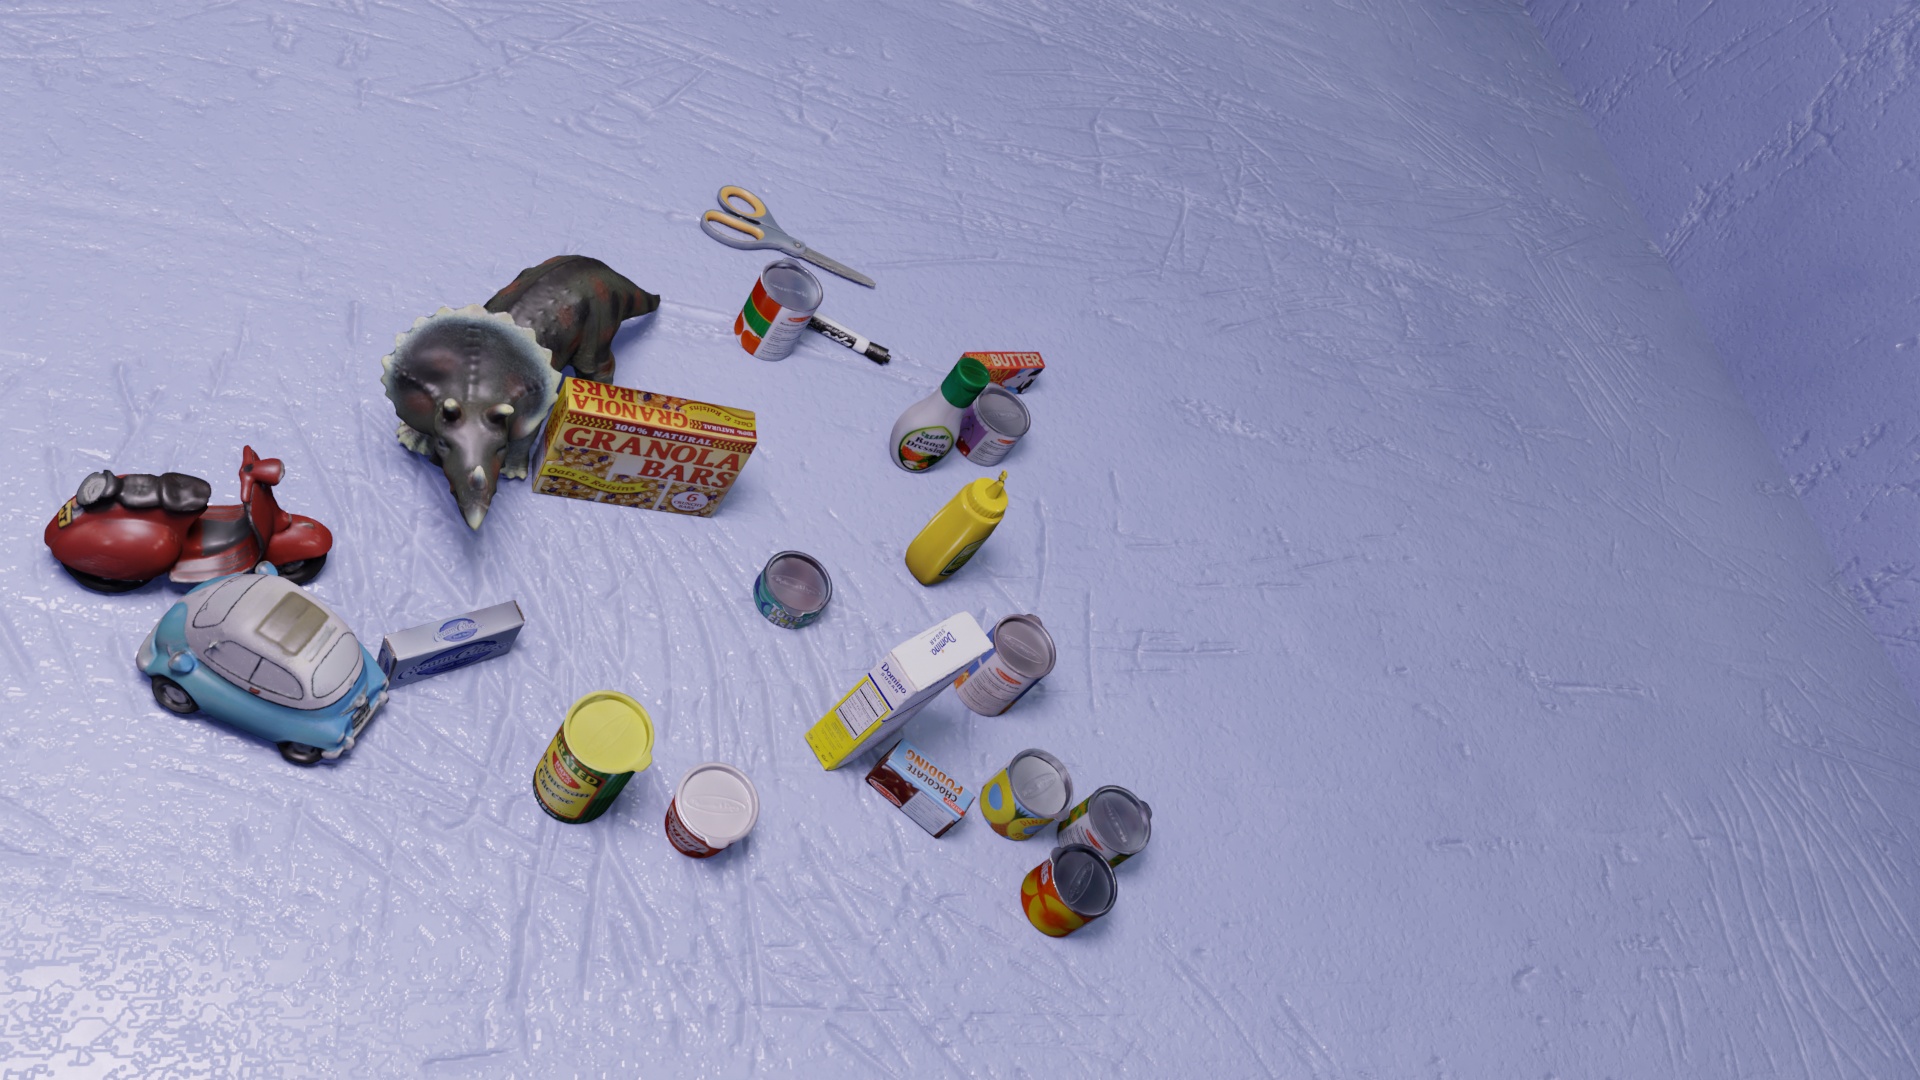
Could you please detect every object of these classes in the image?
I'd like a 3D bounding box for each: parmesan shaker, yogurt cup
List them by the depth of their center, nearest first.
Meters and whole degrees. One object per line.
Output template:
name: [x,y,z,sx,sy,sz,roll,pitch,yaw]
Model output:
parmesan shaker: [-0.276,0.167,1.046,0.071,0.102,0.071,17,50,-22]
yogurt cup: [-0.199,0.215,1.094,0.072,0.053,0.073,17,50,-22]

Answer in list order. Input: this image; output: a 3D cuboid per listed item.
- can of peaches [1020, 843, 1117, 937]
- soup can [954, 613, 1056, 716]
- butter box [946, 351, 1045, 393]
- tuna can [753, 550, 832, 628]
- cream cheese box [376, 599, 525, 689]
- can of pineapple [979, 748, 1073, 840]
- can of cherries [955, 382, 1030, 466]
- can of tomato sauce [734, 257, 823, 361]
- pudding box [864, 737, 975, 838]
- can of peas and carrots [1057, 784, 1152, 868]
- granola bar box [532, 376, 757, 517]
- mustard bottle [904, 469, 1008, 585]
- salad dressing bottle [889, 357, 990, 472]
can of peaches: [0.092,0.304,1.211,0.071,0.057,0.071,17,50,-22]
soup can: [0.042,0.116,1.299,0.071,0.083,0.072,17,50,-22]
butter box: [0.039,-0.185,1.541,0.104,0.053,0.024,-5,61,-35]
tuna can: [-0.153,0.047,1.262,0.071,0.032,0.071,17,50,-22]
cream cheese box: [-0.393,0.080,1.070,0.104,0.053,0.024,-17,69,-40]
can of pineapple: [0.059,0.230,1.244,0.071,0.057,0.071,17,50,-22]
can of cherries: [0.032,-0.124,1.488,0.071,0.058,0.072,17,50,-22]
can of tomato sauce: [-0.187,-0.234,1.413,0.071,0.082,0.071,17,50,-22]
pudding box: [-0.035,0.214,1.202,0.084,0.049,0.030,39,46,-2]
can of peas and carrots: [0.132,0.264,1.265,0.071,0.058,0.071,17,50,-22]
granola bar box: [-0.276,-0.077,1.212,0.166,0.123,0.039,9,54,-27]
mustard bottle: [0.005,-0.017,1.320,0.065,0.159,0.049,-28,75,-42]
salad dressing bottle: [-0.021,-0.126,1.394,0.064,0.147,0.044,14,52,-24]
